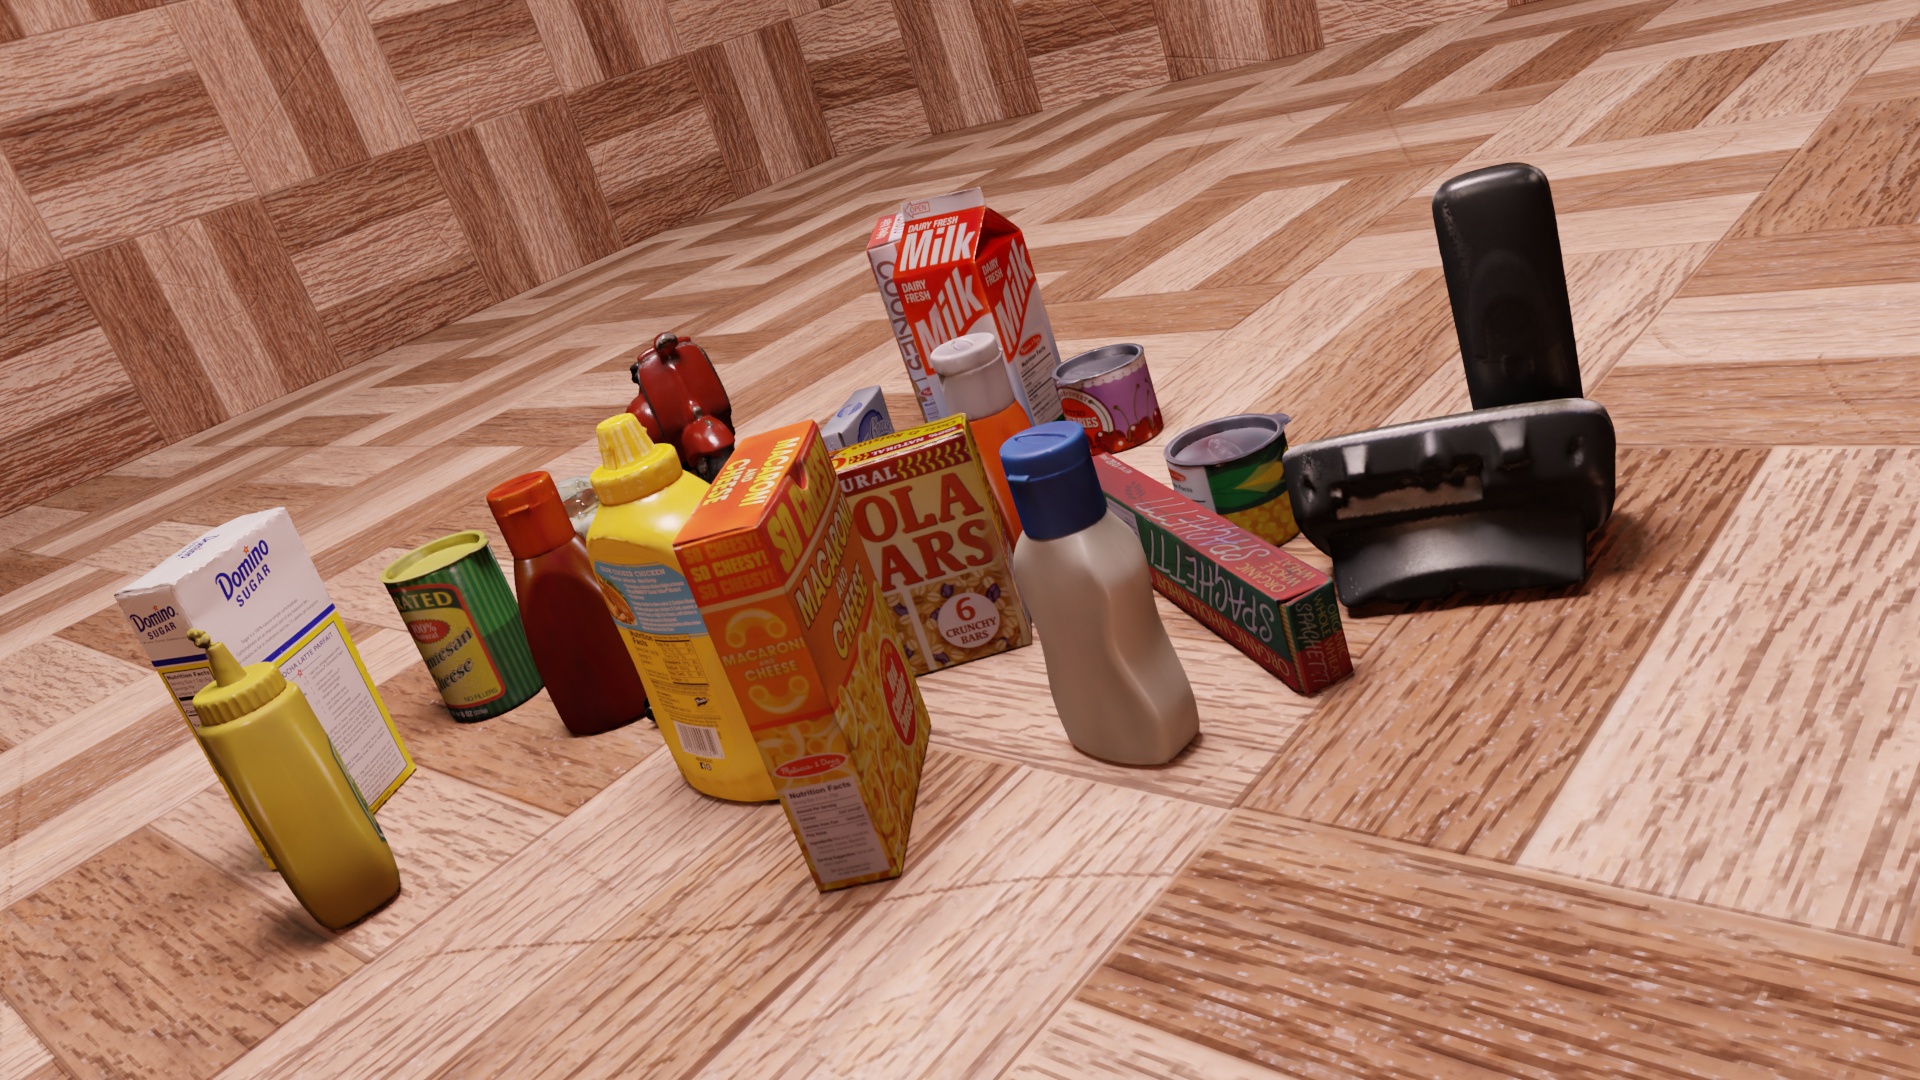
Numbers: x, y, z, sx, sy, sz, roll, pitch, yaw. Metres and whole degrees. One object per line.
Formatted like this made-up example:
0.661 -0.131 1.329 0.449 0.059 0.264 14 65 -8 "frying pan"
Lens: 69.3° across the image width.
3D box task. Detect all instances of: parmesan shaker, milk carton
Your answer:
-0.305 0.053 0.867 0.071 0.102 0.071 -16 21 7 "parmesan shaker"
0.014 -0.154 0.991 0.072 0.190 0.074 -3 26 35 "milk carton"

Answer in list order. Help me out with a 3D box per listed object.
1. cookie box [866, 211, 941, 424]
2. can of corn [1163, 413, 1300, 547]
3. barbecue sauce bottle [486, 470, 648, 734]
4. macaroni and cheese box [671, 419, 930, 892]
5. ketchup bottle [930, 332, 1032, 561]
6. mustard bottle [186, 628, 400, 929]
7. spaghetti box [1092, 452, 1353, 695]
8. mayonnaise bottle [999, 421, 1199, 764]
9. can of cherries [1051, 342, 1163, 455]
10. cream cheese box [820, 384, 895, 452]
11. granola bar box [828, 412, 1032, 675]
-0.027 -0.166 1.085 0.040 0.166 0.123 -16 21 7 "cookie box"
0.153 -0.031 0.761 0.071 0.058 0.071 -16 21 7 "can of corn"
-0.219 0.035 0.781 0.065 0.148 0.044 -19 21 -1 "barbecue sauce bottle"
-0.061 0.045 0.603 0.040 0.166 0.124 -14 22 11 "macaroni and cheese box"
0.024 -0.039 0.762 0.043 0.148 0.065 -22 21 -9 "ketchup bottle"
-0.326 0.110 0.669 0.049 0.159 0.065 -31 24 -28 "mustard bottle"
0.117 0.008 0.707 0.029 0.050 0.250 -23 22 -11 "spaghetti box"
0.055 0.023 0.587 0.065 0.147 0.041 5 32 47 "mayonnaise bottle"
0.100 -0.097 0.963 0.071 0.058 0.072 -16 21 7 "can of cherries"
-0.078 -0.076 1.063 0.024 0.053 0.104 -11 23 20 "cream cheese box"
-0.058 0.016 0.728 0.165 0.123 0.039 -16 21 6 "granola bar box"
